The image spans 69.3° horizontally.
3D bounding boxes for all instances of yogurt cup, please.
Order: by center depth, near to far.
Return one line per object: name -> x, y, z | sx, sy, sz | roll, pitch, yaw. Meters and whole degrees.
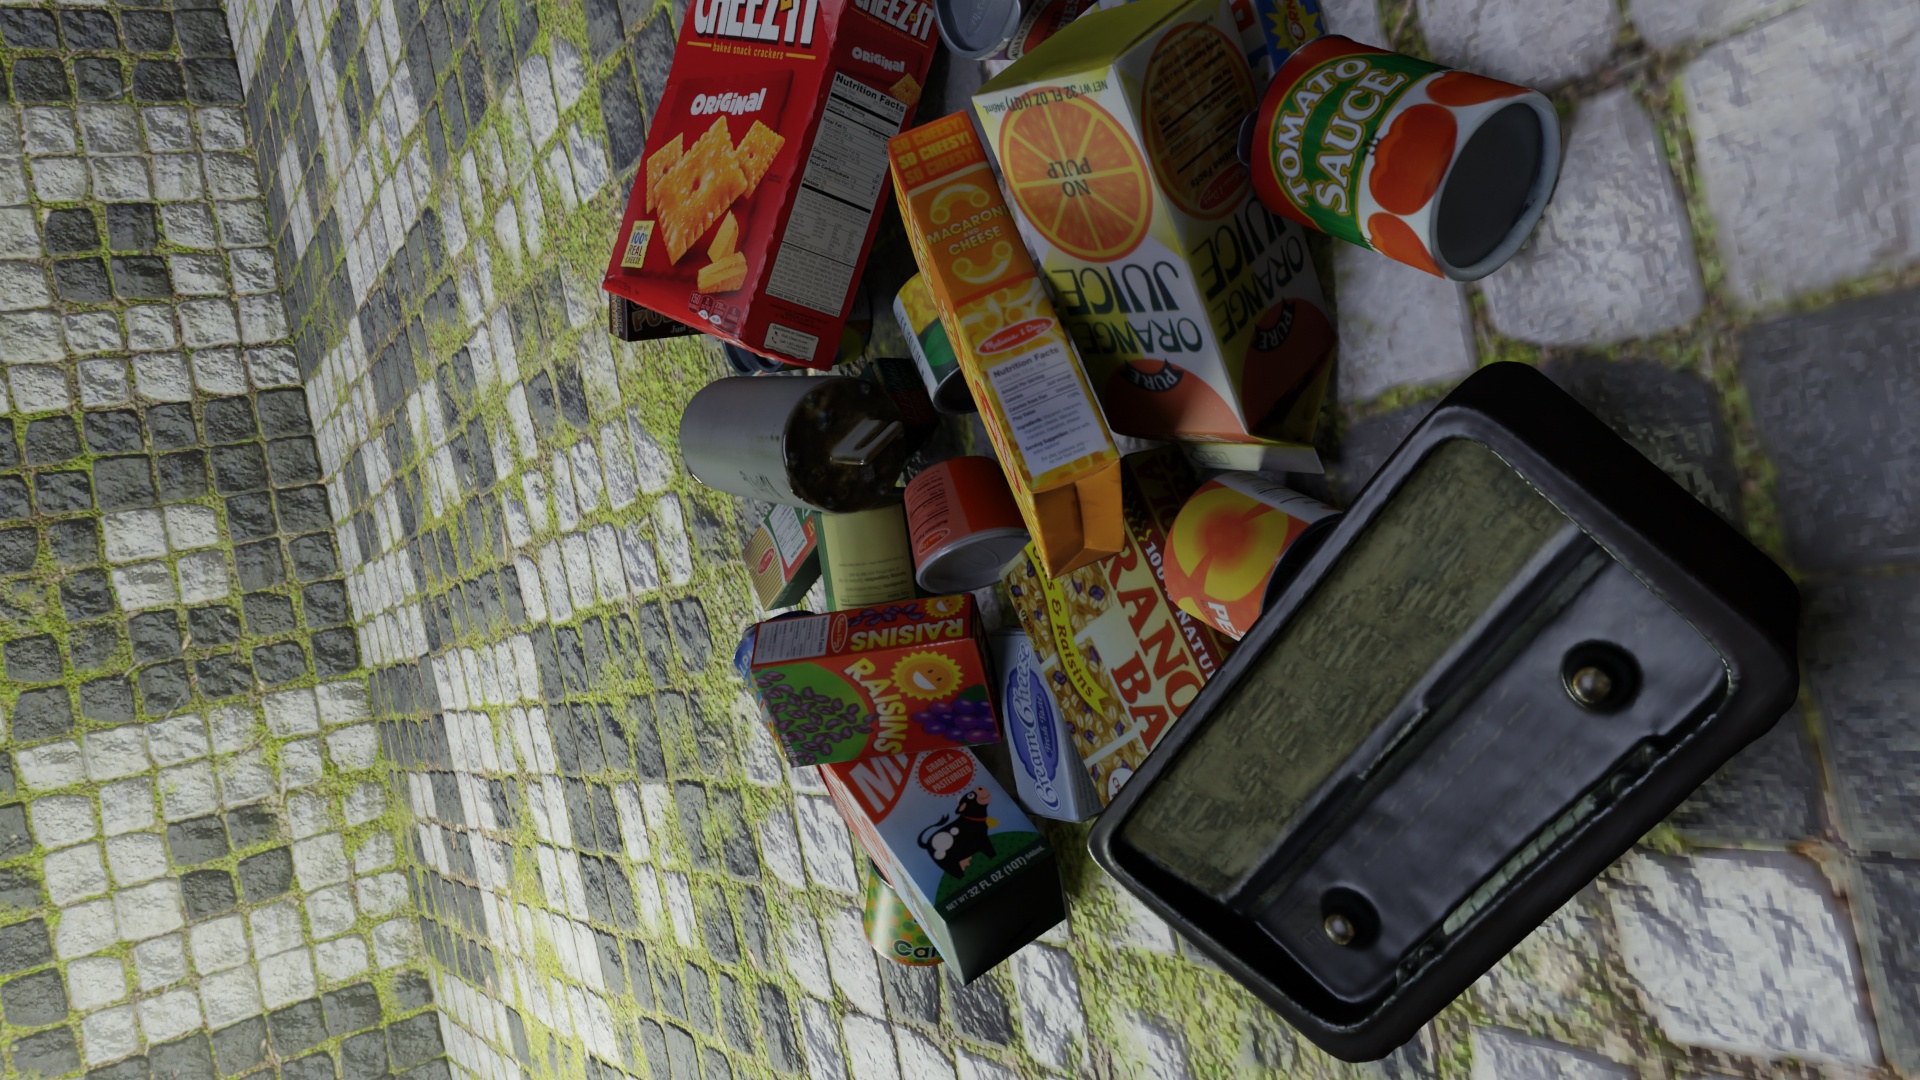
yogurt cup -> 0.003, -0.009, 0.744 | 0.072, 0.072, 0.054 | -49, 51, 50

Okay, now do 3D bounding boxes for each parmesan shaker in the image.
parmesan shaker -> -0.045, 0.024, 0.818 | 0.071, 0.071, 0.102 | 10, 111, 54

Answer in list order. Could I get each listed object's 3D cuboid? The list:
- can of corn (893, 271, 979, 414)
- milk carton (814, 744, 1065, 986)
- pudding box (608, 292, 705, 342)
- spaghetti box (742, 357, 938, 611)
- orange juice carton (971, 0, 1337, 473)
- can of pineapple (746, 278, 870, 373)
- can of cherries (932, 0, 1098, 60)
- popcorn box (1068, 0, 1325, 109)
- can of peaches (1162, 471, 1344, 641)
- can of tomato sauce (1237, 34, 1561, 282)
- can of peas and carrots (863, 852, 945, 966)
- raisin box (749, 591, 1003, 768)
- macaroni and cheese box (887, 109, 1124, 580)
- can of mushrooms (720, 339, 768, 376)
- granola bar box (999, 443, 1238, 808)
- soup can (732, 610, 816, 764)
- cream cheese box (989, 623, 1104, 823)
can of corn -> 0.008, -0.107, 0.706 | 0.071, 0.071, 0.058 | -47, 61, 51
milk carton -> -0.024, 0.153, 0.804 | 0.191, 0.072, 0.073 | 46, 158, 41
pudding box -> -0.205, -0.171, 0.982 | 0.030, 0.084, 0.049 | 29, 122, 45
spaghetti box -> -0.084, -0.029, 0.895 | 0.248, 0.029, 0.050 | -47, 61, 51
orange juice carton -> 0.086, -0.106, 0.543 | 0.072, 0.073, 0.192 | 6, 131, 48
can of pineapple -> -0.097, -0.138, 0.855 | 0.071, 0.058, 0.070 | 22, 117, 52
can of cherries -> 0.030, -0.251, 0.635 | 0.071, 0.058, 0.071 | 20, 115, 51
popcorn box -> 0.092, -0.194, 0.578 | 0.126, 0.038, 0.085 | -20, 85, 56
can of peaches -> 0.124, 0.013, 0.566 | 0.058, 0.071, 0.071 | 31, 125, 48
can of tomato sauce -> 0.151, -0.133, 0.481 | 0.083, 0.071, 0.070 | 38, 130, 43
can of peas and carrots -> -0.023, 0.217, 0.847 | 0.071, 0.071, 0.058 | 38, 130, 44
raisin box -> -0.044, 0.078, 0.767 | 0.040, 0.123, 0.085 | -88, -13, -51
macaroni and cheese box -> 0.020, -0.079, 0.594 | 0.123, 0.040, 0.167 | 68, 180, -71
can of mushrooms -> -0.134, -0.146, 0.929 | 0.071, 0.033, 0.070 | 24, 119, 52
granola bar box -> 0.091, 0.057, 0.655 | 0.123, 0.039, 0.166 | -46, 62, 51
soup can -> -0.107, 0.098, 0.930 | 0.084, 0.071, 0.071 | 56, 141, 28
cream cheese box -> 0.047, 0.097, 0.744 | 0.053, 0.024, 0.103 | -7, 94, 58
